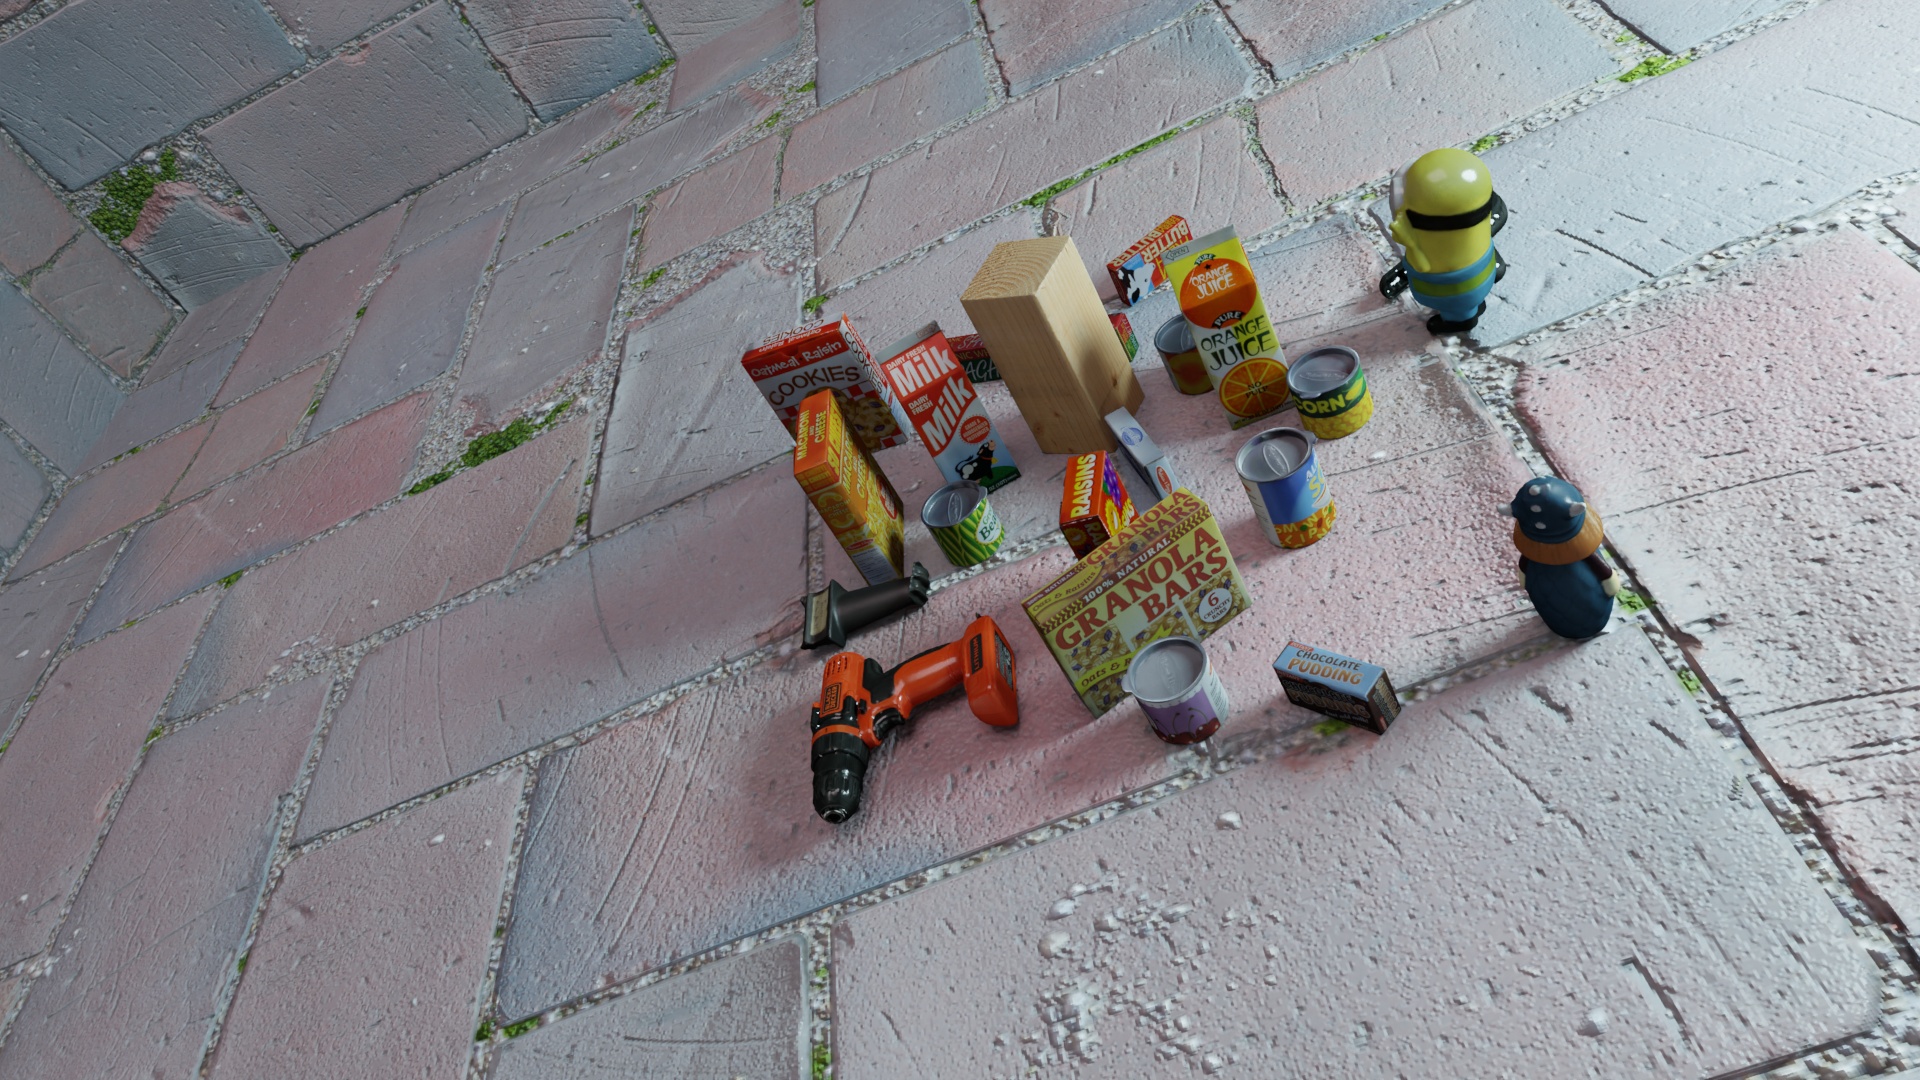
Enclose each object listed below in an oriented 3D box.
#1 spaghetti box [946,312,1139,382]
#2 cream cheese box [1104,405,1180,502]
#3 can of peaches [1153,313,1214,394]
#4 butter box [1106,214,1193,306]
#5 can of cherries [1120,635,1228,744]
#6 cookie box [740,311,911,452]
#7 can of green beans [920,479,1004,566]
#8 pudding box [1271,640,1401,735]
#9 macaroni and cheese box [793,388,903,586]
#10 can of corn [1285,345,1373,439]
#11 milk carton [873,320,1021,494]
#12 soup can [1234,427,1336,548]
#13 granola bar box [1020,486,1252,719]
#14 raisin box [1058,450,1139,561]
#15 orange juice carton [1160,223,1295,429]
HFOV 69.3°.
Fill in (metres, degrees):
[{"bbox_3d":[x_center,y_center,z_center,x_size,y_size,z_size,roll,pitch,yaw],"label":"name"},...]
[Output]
[{"bbox_3d":[0.075,-0.210,1.542,0.250,0.050,0.029,-3,45,32],"label":"spaghetti box"},{"bbox_3d":[0.174,-0.081,1.324,0.024,0.053,0.104,-30,37,2],"label":"cream cheese box"},{"bbox_3d":[0.238,-0.189,1.398,0.071,0.058,0.071,-19,39,16],"label":"can of peaches"},{"bbox_3d":[0.216,-0.315,1.560,0.104,0.053,0.024,-38,37,-9],"label":"butter box"},{"bbox_3d":[0.169,0.119,1.095,0.071,0.058,0.072,-19,39,16],"label":"can of cherries"},{"bbox_3d":[-0.147,-0.164,1.546,0.123,0.166,0.040,-16,40,20],"label":"cookie box"},{"bbox_3d":[0.003,-0.017,1.366,0.071,0.057,0.071,-19,39,16],"label":"can of green beans"},{"bbox_3d":[0.281,0.108,1.037,0.084,0.049,0.030,18,59,45],"label":"pudding box"},{"bbox_3d":[-0.110,-0.050,1.392,0.040,0.165,0.124,-21,38,14],"label":"macaroni and cheese box"},{"bbox_3d":[0.336,-0.133,1.265,0.071,0.058,0.071,-19,39,16],"label":"can of corn"},{"bbox_3d":[-0.015,-0.132,1.399,0.072,0.189,0.074,-30,37,3],"label":"milk carton"},{"bbox_3d":[0.281,-0.045,1.183,0.071,0.083,0.072,-19,39,16],"label":"soup can"},{"bbox_3d":[0.145,0.051,1.134,0.166,0.123,0.039,-36,37,-5],"label":"granola bar box"},{"bbox_3d":[0.129,-0.005,1.210,0.040,0.123,0.086,-13,41,24],"label":"raisin box"},{"bbox_3d":[0.251,-0.205,1.295,0.072,0.192,0.073,-21,38,14],"label":"orange juice carton"}]
